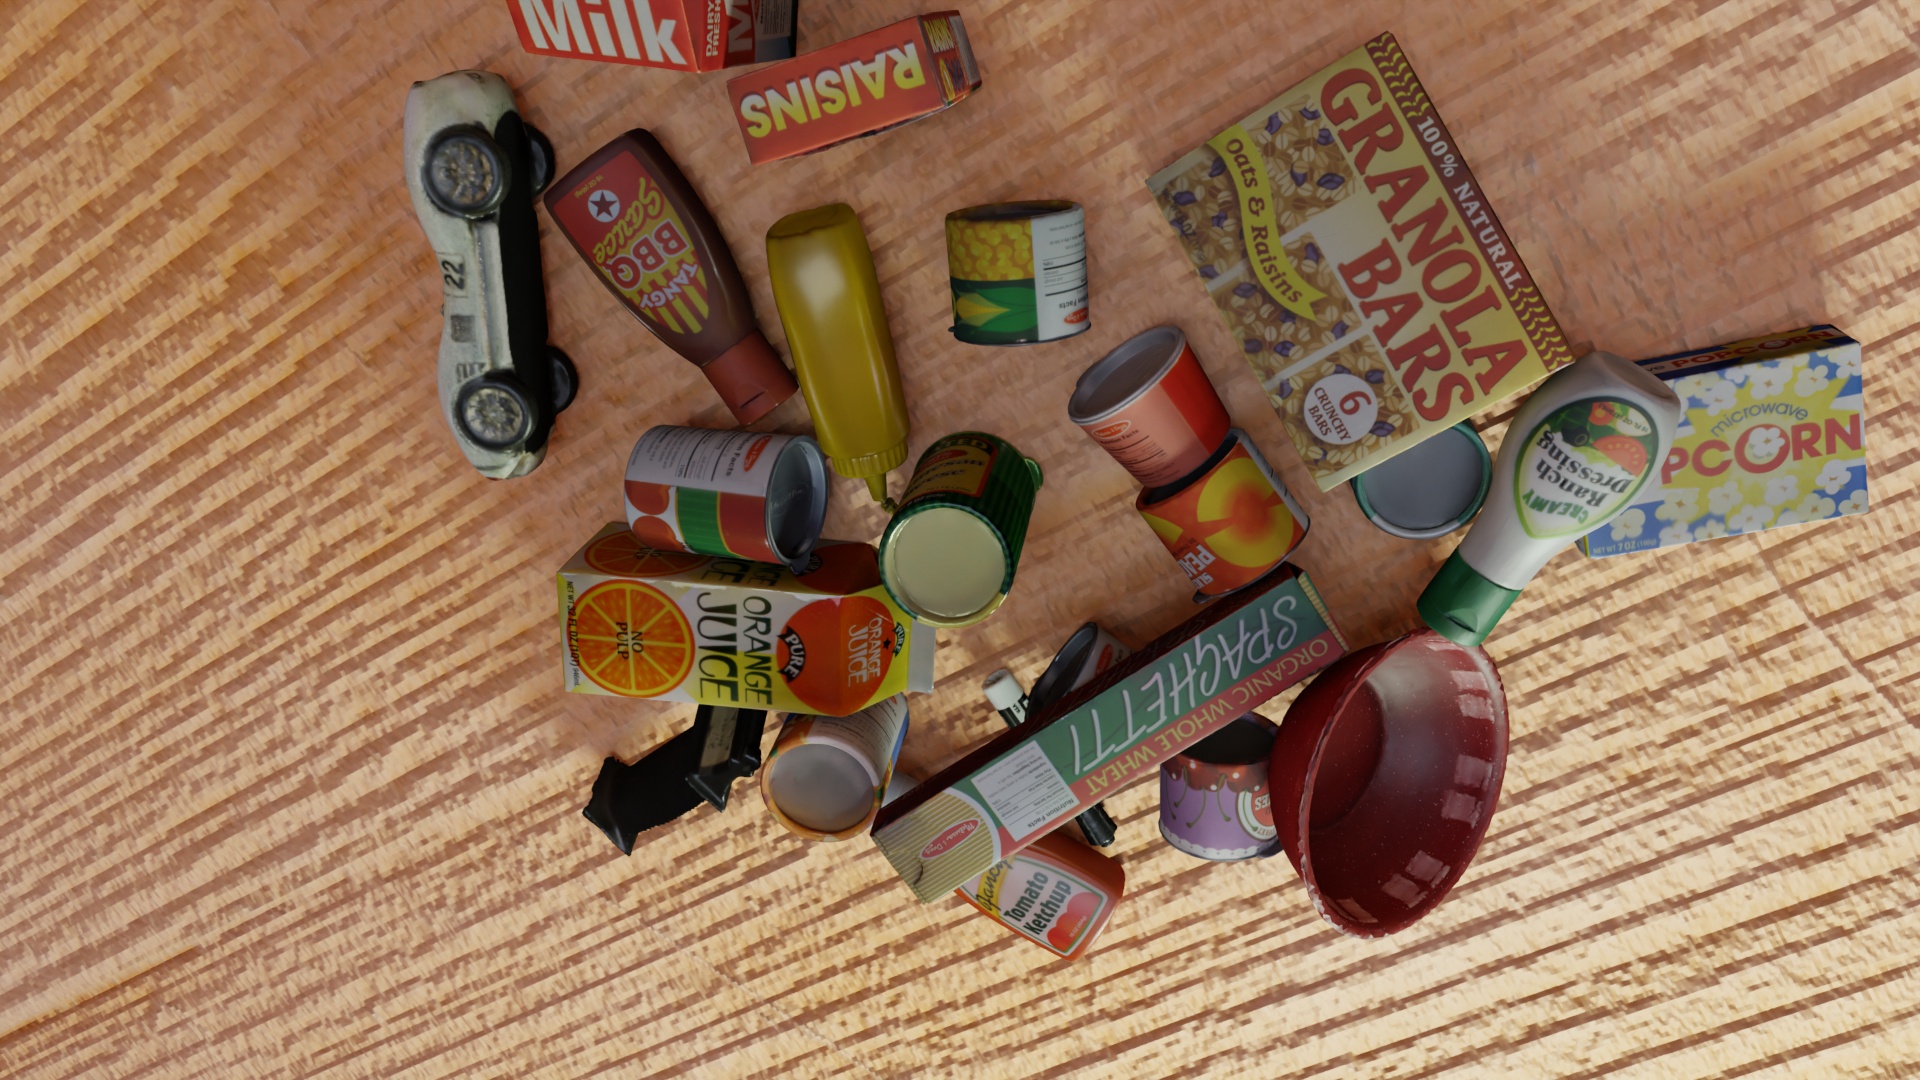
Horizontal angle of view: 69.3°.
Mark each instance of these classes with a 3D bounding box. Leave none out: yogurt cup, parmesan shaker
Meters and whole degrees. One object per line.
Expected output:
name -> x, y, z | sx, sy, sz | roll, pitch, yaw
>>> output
yogurt cup -> 0.094, -0.063, 0.676 | 0.072, 0.073, 0.054 | -34, 111, 19
parmesan shaker -> 0.002, -0.009, 0.687 | 0.071, 0.103, 0.071 | 3, 112, 7

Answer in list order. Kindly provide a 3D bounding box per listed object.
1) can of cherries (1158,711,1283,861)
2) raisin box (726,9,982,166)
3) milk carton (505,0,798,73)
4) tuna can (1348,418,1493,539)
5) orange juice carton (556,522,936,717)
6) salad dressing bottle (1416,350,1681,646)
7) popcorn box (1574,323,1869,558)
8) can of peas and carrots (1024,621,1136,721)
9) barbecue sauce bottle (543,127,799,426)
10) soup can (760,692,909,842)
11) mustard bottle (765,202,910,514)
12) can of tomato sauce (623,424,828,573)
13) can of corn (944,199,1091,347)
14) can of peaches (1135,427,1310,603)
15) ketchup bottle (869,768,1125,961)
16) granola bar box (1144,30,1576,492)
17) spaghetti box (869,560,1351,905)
can of cherries -> 0.141, 0.129, 0.740 | 0.071, 0.072, 0.058 | 1, 111, 8
raisin box -> -0.042, -0.199, 0.608 | 0.086, 0.124, 0.040 | -13, 109, 13
milk carton -> -0.123, -0.234, 0.569 | 0.072, 0.191, 0.073 | 8, 112, 5
tuna can -> 0.225, -0.038, 0.683 | 0.071, 0.033, 0.070 | 3, 112, 7
orange juice carton -> -0.108, 0.043, 0.739 | 0.193, 0.073, 0.071 | 5, 112, 6
salad dressing bottle -> 0.267, -0.015, 0.643 | 0.064, 0.044, 0.147 | 28, 121, 3
popcorn box -> 0.353, -0.046, 0.658 | 0.126, 0.038, 0.085 | -11, 108, 12
can of peas and carrots -> 0.075, 0.087, 0.736 | 0.059, 0.071, 0.070 | 34, 112, -6
barbecue sauce bottle -> -0.138, -0.127, 0.693 | 0.064, 0.044, 0.148 | -31, 104, 17
soup can -> -0.069, 0.116, 0.757 | 0.071, 0.084, 0.071 | 3, 112, 7
mustard bottle -> -0.056, -0.082, 0.689 | 0.049, 0.065, 0.159 | -10, 114, 7
can of tomato sauce -> -0.119, -0.022, 0.711 | 0.083, 0.071, 0.071 | 6, 113, 20
can of corn -> 0.025, -0.128, 0.658 | 0.071, 0.071, 0.058 | -2, 111, 9
can of peaches -> 0.127, -0.013, 0.687 | 0.071, 0.071, 0.058 | -34, 103, 19
ketchup bottle -> 0.016, 0.180, 0.792 | 0.149, 0.044, 0.064 | 29, 113, -3
granola bar box -> 0.180, -0.124, 0.634 | 0.124, 0.039, 0.165 | -29, 92, 17
spaghetti box -> 0.071, 0.096, 0.686 | 0.250, 0.029, 0.050 | -33, 102, 10
